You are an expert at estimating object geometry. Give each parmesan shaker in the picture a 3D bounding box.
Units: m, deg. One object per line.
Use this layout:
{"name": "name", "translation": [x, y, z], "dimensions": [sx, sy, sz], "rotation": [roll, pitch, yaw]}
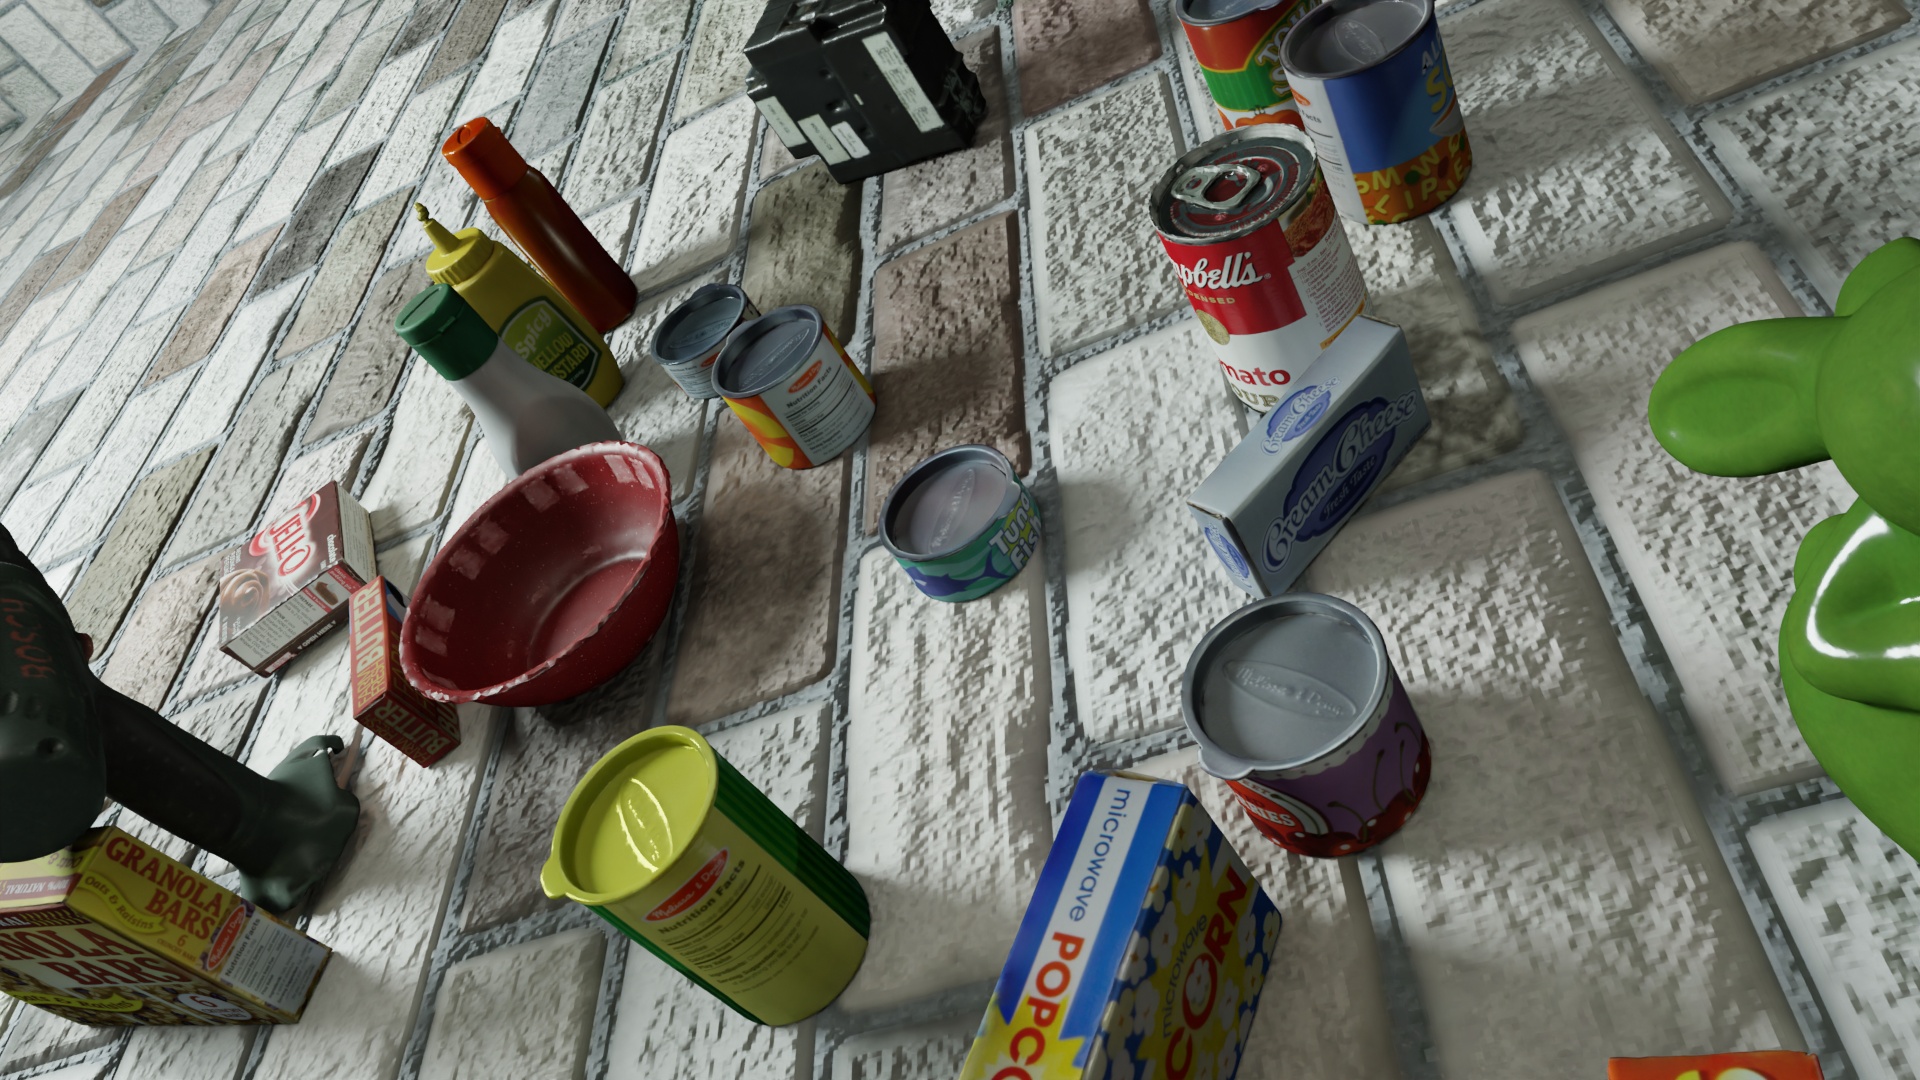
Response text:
{"name": "parmesan shaker", "translation": [-0.087, 0.122, 0.492], "dimensions": [0.071, 0.102, 0.072], "rotation": [-19, 43, 19]}

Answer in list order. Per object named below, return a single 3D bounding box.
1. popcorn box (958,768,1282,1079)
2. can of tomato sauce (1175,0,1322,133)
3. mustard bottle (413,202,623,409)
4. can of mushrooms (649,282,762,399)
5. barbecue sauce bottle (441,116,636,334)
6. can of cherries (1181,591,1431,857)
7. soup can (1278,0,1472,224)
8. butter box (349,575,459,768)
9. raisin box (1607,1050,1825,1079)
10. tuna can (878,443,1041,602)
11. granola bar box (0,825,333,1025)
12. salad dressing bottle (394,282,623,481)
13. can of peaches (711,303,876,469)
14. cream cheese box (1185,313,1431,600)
{"name": "popcorn box", "translation": [0.046, 0.141, 0.395], "dimensions": [0.038, 0.085, 0.127], "rotation": [2, 53, 36]}
{"name": "can of tomato sauce", "translation": [0.154, -0.244, 0.693], "dimensions": [0.071, 0.082, 0.071], "rotation": [-19, 43, 19]}
{"name": "mustard bottle", "translation": [-0.268, -0.134, 0.821], "dimensions": [0.065, 0.159, 0.049], "rotation": [-49, 42, -14]}
{"name": "can of mushrooms", "translation": [-0.146, -0.119, 0.819], "dimensions": [0.071, 0.033, 0.071], "rotation": [-19, 43, 19]}
{"name": "barbecue sauce bottle", "translation": [-0.271, -0.204, 0.899], "dimensions": [0.043, 0.148, 0.065], "rotation": [-33, 40, 4]}
{"name": "can of cherries", "translation": [0.110, 0.062, 0.448], "dimensions": [0.071, 0.058, 0.072], "rotation": [-19, 43, 19]}
{"name": "soup can", "translation": [0.190, -0.195, 0.621], "dimensions": [0.071, 0.083, 0.072], "rotation": [-19, 43, 19]}
{"name": "butter box", "translation": [-0.291, 0.067, 0.725], "dimensions": [0.024, 0.053, 0.104], "rotation": [-35, 40, 2]}
{"name": "raisin box", "translation": [0.159, 0.163, 0.266], "dimensions": [0.040, 0.123, 0.086], "rotation": [-14, 45, 25]}
{"name": "tuna can", "translation": [0.002, -0.008, 0.610], "dimensions": [0.071, 0.032, 0.071], "rotation": [-19, 43, 19]}
{"name": "granola bar box", "translation": [-0.394, 0.180, 0.632], "dimensions": [0.165, 0.123, 0.039], "rotation": [-11, 46, 27]}
{"name": "salad dressing bottle", "translation": [-0.241, -0.075, 0.755], "dimensions": [0.044, 0.147, 0.064], "rotation": [23, 67, 46]}
{"name": "can of peaches", "translation": [-0.087, -0.080, 0.722], "dimensions": [0.071, 0.058, 0.071], "rotation": [-19, 43, 19]}
{"name": "cream cheese box", "translation": [0.134, -0.031, 0.524], "dimensions": [0.104, 0.053, 0.024], "rotation": [-46, 41, -12]}
